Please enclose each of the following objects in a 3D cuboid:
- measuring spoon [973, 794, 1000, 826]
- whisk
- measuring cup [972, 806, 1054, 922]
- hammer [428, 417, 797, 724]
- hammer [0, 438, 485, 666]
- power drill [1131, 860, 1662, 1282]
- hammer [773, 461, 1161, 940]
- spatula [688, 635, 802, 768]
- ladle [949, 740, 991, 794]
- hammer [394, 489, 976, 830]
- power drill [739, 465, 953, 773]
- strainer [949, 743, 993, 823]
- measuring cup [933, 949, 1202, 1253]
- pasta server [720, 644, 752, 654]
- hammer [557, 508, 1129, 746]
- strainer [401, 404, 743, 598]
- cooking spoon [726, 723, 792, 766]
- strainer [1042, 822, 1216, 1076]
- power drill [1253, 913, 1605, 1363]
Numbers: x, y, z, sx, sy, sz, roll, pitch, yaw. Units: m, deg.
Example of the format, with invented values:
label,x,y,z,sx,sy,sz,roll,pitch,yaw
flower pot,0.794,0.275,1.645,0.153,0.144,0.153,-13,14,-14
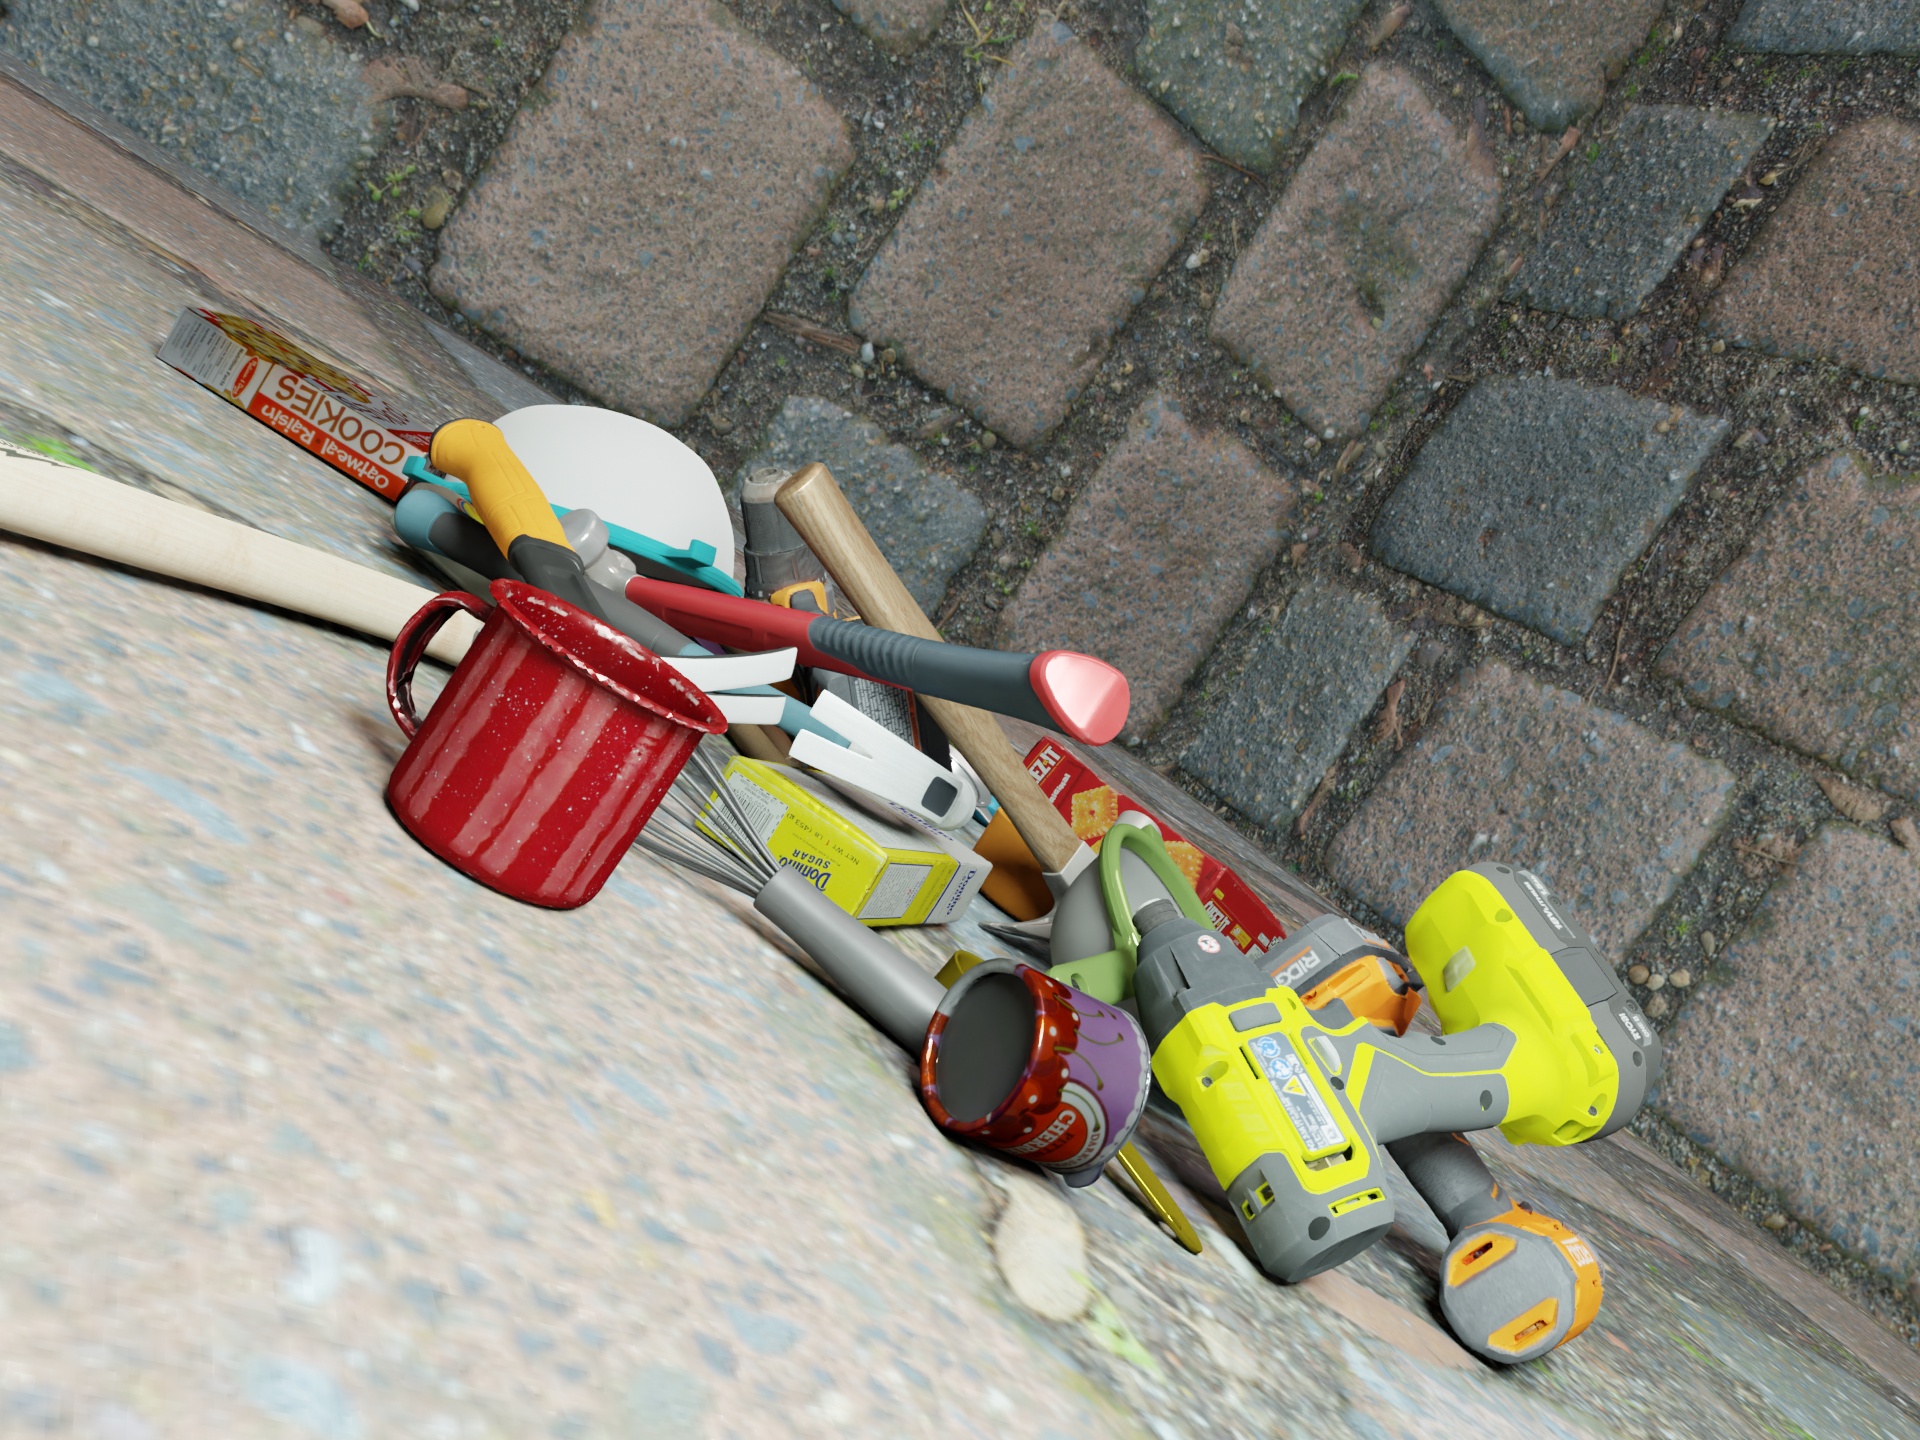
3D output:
label,x,y,z,sx,sy,sz,roll,pitch,yaw
measuring spoon,-0.008,0.065,1.269,0.128,0.021,0.042,18,13,-38
whisk,-0.075,0.069,0.649,0.239,0.055,0.055,39,6,9
measuring cup,0.080,0.126,1.028,0.174,0.052,0.095,37,6,14
hammer,-0.191,-0.082,0.745,0.127,0.034,0.337,3,24,-29
hammer,-0.288,-0.068,0.620,0.146,0.038,0.410,35,5,25
power drill,0.192,0.141,0.727,0.223,0.080,0.171,-7,53,-29
hammer,-0.001,-0.003,0.911,0.031,0.130,0.331,-7,-55,50
spatula,-0.155,-0.022,1.114,0.059,0.018,0.316,44,0,-27
ladle,-0.104,-0.021,1.355,0.320,0.062,0.078,26,3,-11
hammer,-0.148,-0.035,0.802,0.331,0.033,0.128,27,-4,16
power drill,-0.086,-0.053,1.020,0.084,0.185,0.226,-16,27,-17
strainer,0.029,0.083,1.171,0.259,0.050,0.086,43,16,26
measuring cup,0.039,0.161,0.653,0.157,0.029,0.062,49,10,24
pasta server,-0.121,-0.011,1.196,0.060,0.040,0.316,30,3,-40
hammer,-0.067,-0.031,0.832,0.386,0.038,0.143,15,-29,42
strainer,-0.233,-0.146,1.102,0.211,0.095,0.340,17,-4,0
cooking spoon,-0.154,-0.011,1.017,0.068,0.017,0.319,32,5,-33
strainer,0.070,0.133,0.791,0.256,0.069,0.151,6,58,-66
power drill,0.249,0.220,0.835,0.164,0.084,0.227,27,27,-57
